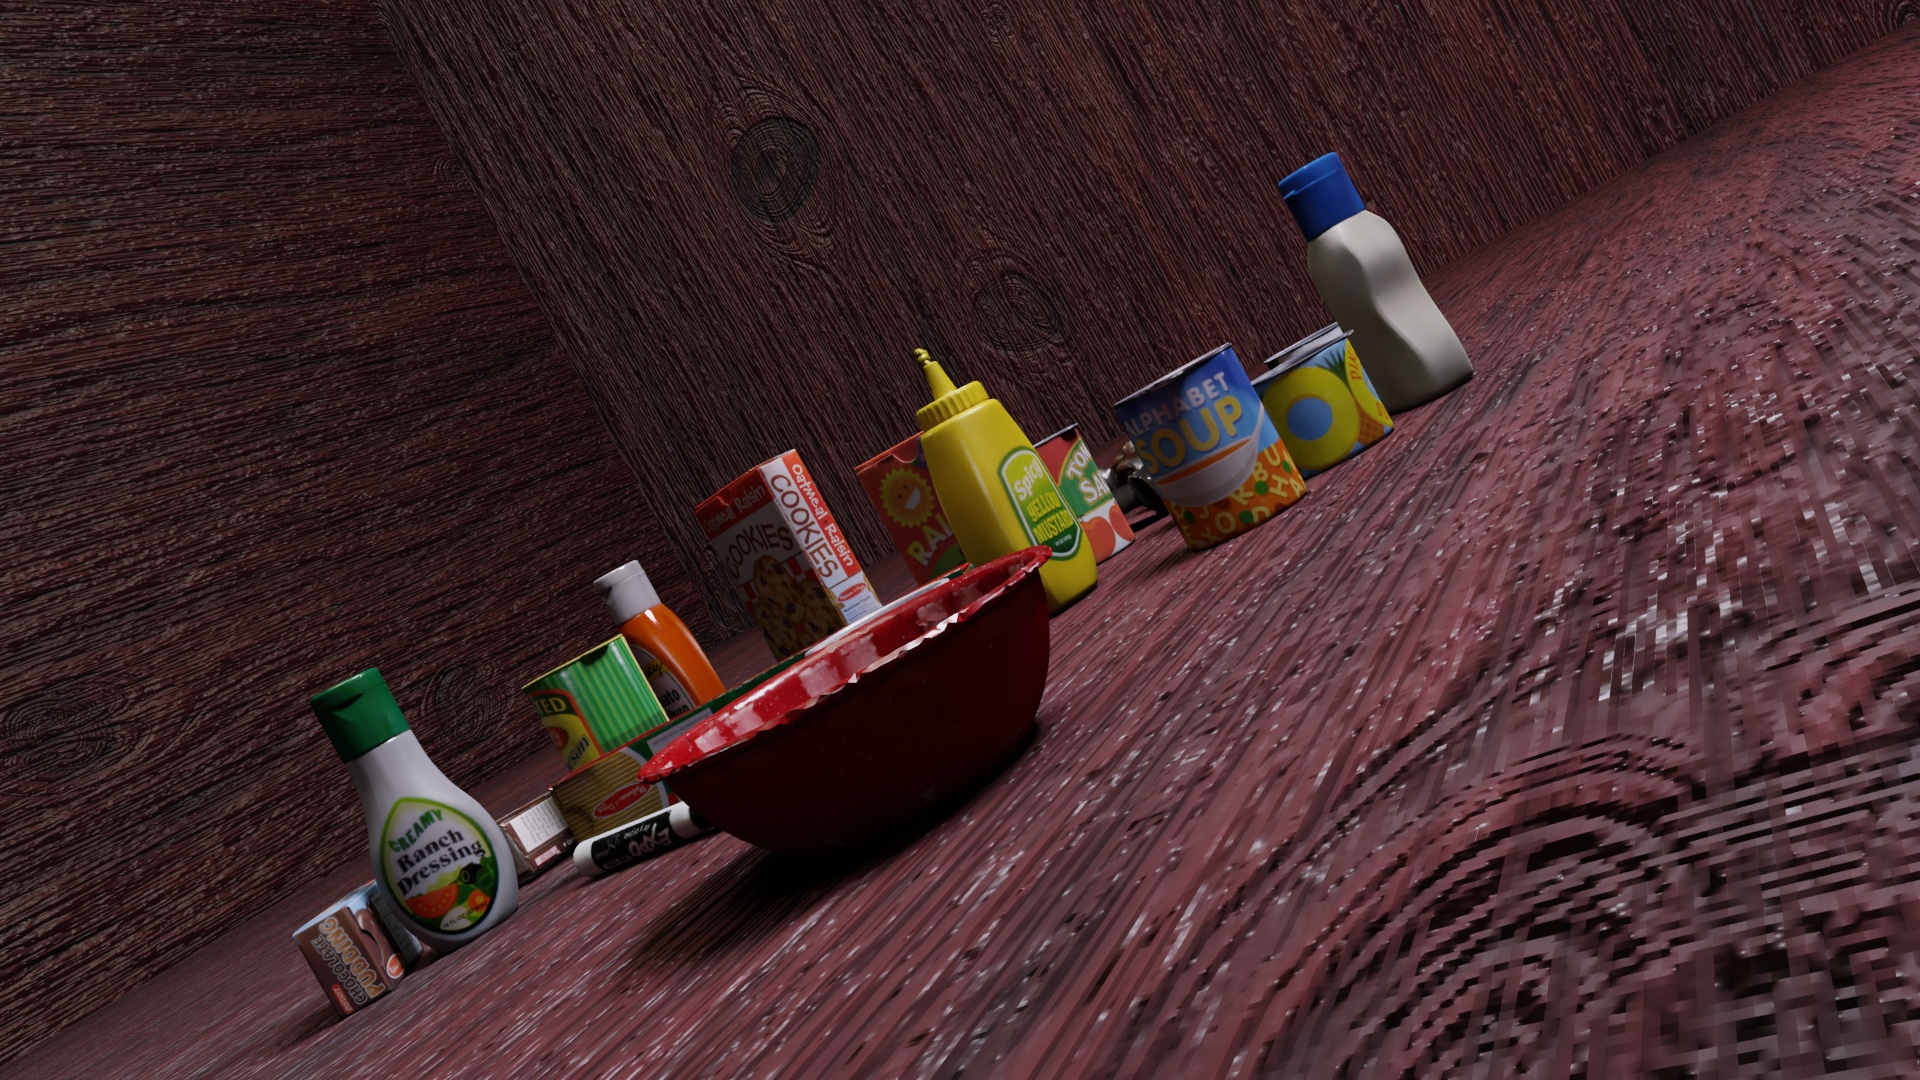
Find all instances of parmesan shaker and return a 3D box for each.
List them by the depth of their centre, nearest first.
[{"bbox_3d":[-0.208,0.116,0.835,0.071,0.103,0.071,-29,2,1],"label":"parmesan shaker"}]

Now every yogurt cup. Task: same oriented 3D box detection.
[{"bbox_3d":[-0.022,0.055,0.599,0.072,0.054,0.072,-29,2,1],"label":"yogurt cup"}]

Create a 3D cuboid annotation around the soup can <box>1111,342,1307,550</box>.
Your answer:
[{"bbox_3d":[0.122,-0.045,0.685,0.071,0.083,0.071,-29,2,1],"label":"soup can"}]

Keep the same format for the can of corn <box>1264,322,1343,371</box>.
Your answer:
[{"bbox_3d":[0.246,-0.110,0.923,0.071,0.058,0.071,-29,2,1],"label":"can of corn"}]

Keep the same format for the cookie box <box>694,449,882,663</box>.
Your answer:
[{"bbox_3d":[-0.130,0.025,1.080,0.040,0.167,0.122,-30,3,-37],"label":"cookie box"}]

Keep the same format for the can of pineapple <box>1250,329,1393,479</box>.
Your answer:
[{"bbox_3d":[0.191,-0.071,0.745,0.071,0.058,0.071,-29,2,1],"label":"can of pineapple"}]

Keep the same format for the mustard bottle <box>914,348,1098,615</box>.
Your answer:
[{"bbox_3d":[0.016,-0.034,0.749,0.048,0.160,0.065,-27,3,39],"label":"mustard bottle"}]

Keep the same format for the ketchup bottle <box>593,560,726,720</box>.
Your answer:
[{"bbox_3d":[-0.219,0.087,1.028,0.064,0.148,0.044,-27,3,40],"label":"ketchup bottle"}]

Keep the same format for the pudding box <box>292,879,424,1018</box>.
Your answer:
[{"bbox_3d":[-0.308,0.208,0.716,0.030,0.049,0.083,-29,2,-12],"label":"pudding box"}]

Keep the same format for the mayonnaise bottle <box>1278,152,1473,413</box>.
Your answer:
[{"bbox_3d":[0.231,-0.146,0.787,0.041,0.148,0.064,-29,2,-16],"label":"mayonnaise bottle"}]

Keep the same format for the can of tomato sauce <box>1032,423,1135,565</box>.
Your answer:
[{"bbox_3d":[0.064,-0.022,0.875,0.071,0.083,0.071,-29,2,1],"label":"can of tomato sauce"}]

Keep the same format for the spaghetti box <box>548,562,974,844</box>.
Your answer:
[{"bbox_3d":[-0.091,0.089,0.710,0.250,0.050,0.029,-28,2,8],"label":"spaghetti box"}]

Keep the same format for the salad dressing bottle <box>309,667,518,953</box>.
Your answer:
[{"bbox_3d":[-0.285,0.139,0.720,0.064,0.147,0.044,-29,2,-16],"label":"salad dressing bottle"}]

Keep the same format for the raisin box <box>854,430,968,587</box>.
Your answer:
[{"bbox_3d":[0.003,-0.011,0.844,0.086,0.123,0.040,-27,2,31],"label":"raisin box"}]
